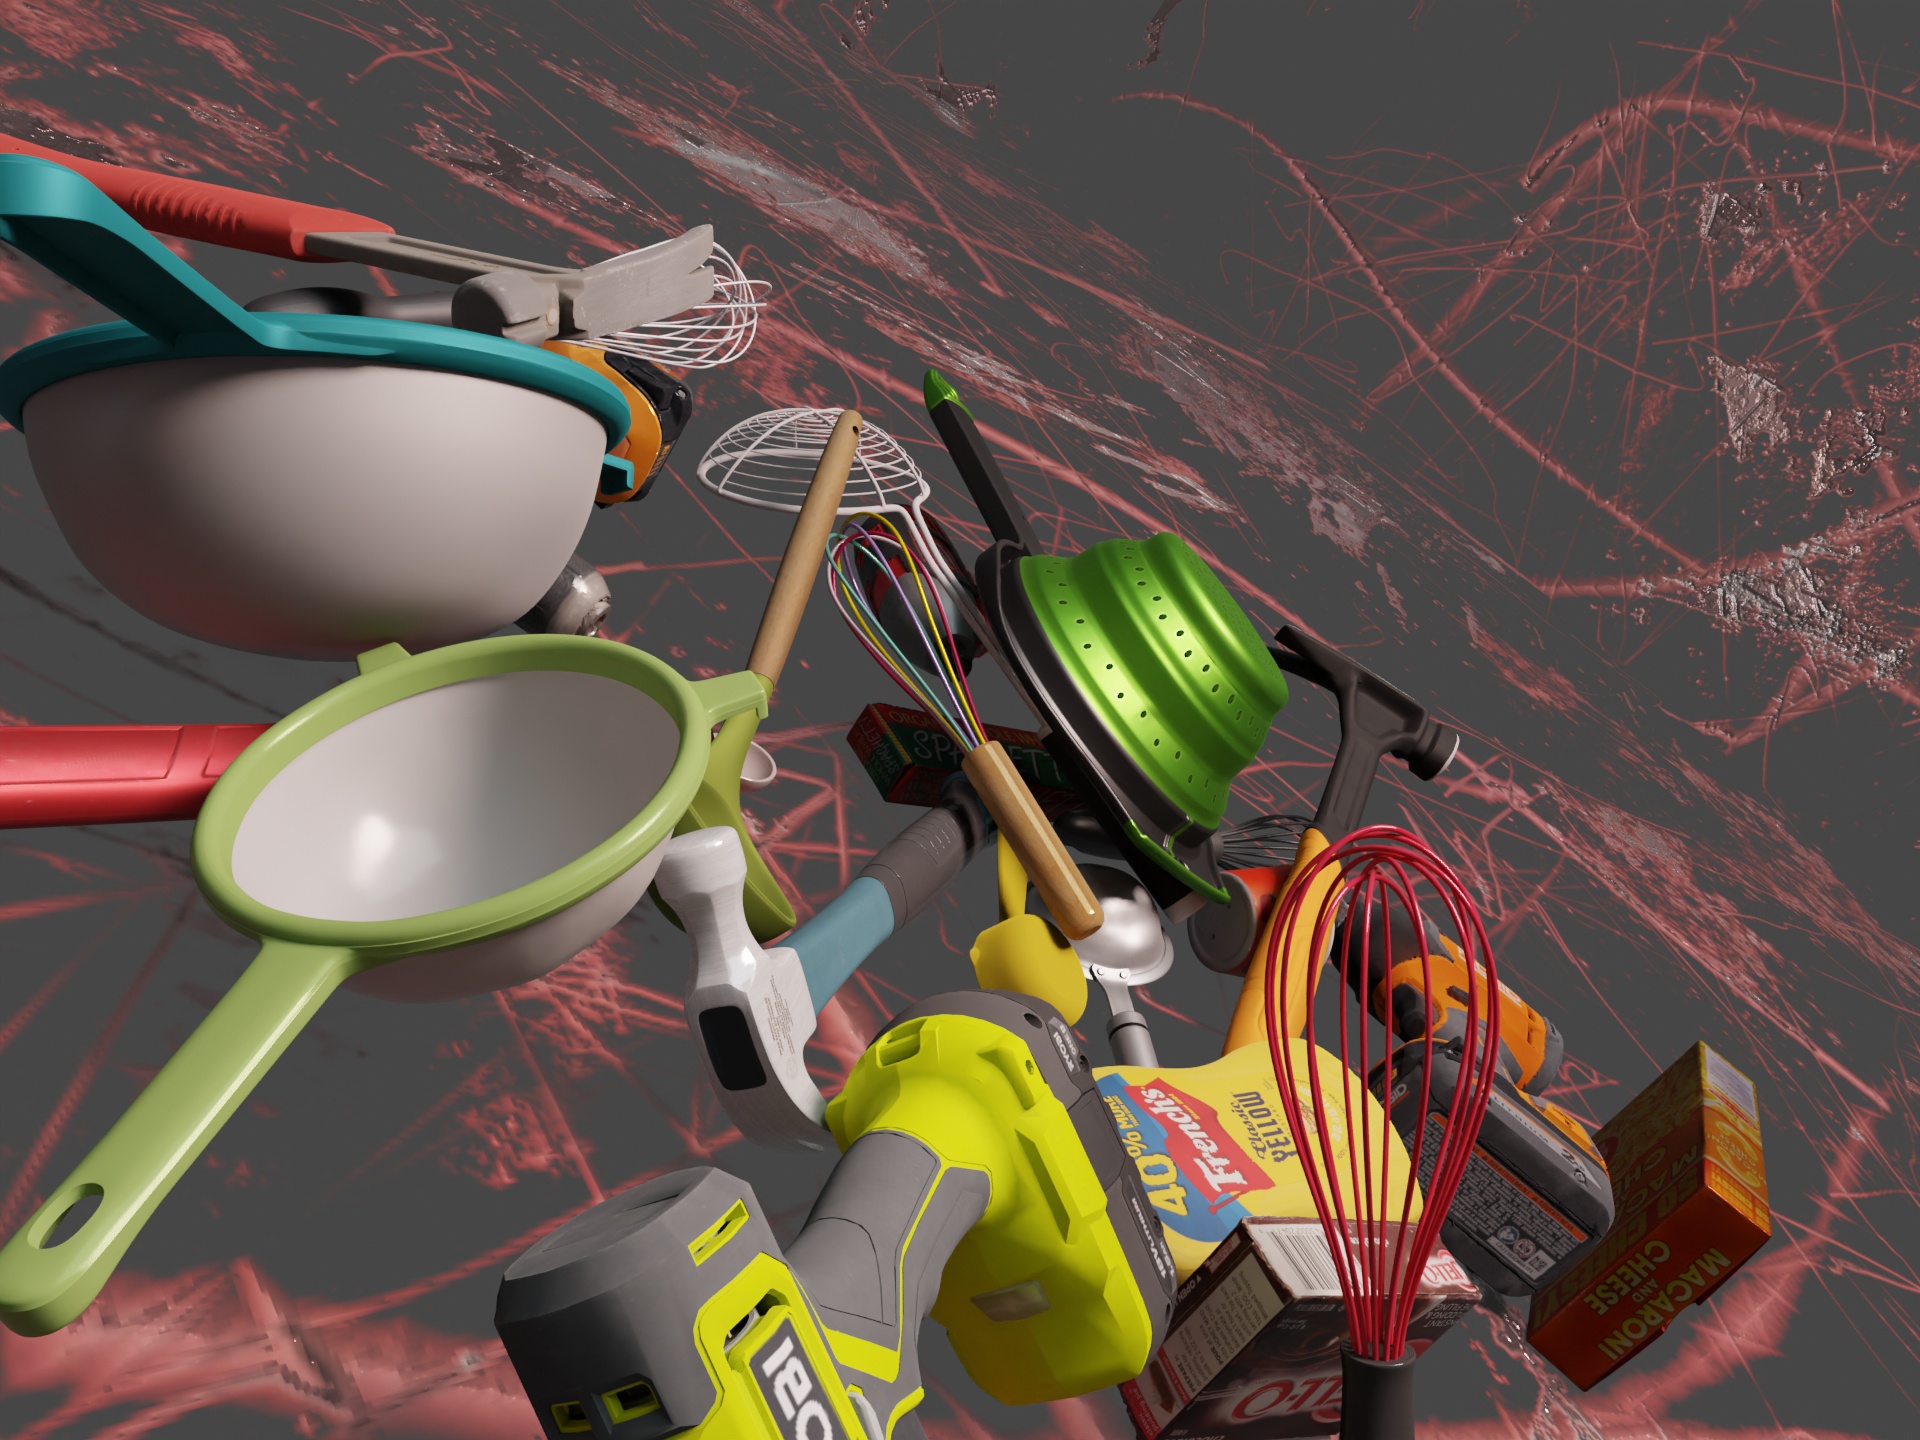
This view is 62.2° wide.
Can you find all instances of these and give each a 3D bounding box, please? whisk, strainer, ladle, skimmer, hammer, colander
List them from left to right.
[{"bbox_3d":[-0.218,-0.072,0.507,0.211,0.095,0.340,-3,-2,-5],"label":"strainer"},{"bbox_3d":[-0.291,-0.217,0.695,0.359,0.036,0.149,16,30,19],"label":"hammer"},{"bbox_3d":[-0.222,0.027,0.540,0.386,0.038,0.143,-1,45,-54],"label":"hammer"},{"bbox_3d":[-0.161,0.070,0.445,0.151,0.069,0.256,5,37,17],"label":"strainer"},{"bbox_3d":[-0.205,-0.195,0.761,0.284,0.070,0.070,-19,58,-45],"label":"whisk"},{"bbox_3d":[-0.073,-0.038,0.708,0.078,0.062,0.320,54,35,-38],"label":"ladle"},{"bbox_3d":[-0.033,0.073,0.660,0.331,0.033,0.128,-34,111,-72],"label":"hammer"},{"bbox_3d":[-0.004,-0.030,0.865,0.363,0.090,0.127,54,36,7],"label":"skimmer"},{"bbox_3d":[-0.001,-0.004,0.757,0.245,0.047,0.051,58,14,22],"label":"whisk"},{"bbox_3d":[0.077,-0.089,0.879,0.204,0.094,0.398,35,24,-49],"label":"colander"},{"bbox_3d":[0.078,0.138,0.744,0.086,0.050,0.259,10,35,-17],"label":"strainer"},{"bbox_3d":[0.145,0.073,0.943,0.238,0.055,0.055,10,35,-38],"label":"whisk"},{"bbox_3d":[0.180,0.083,0.836,0.127,0.034,0.337,33,46,-3],"label":"hammer"},{"bbox_3d":[0.133,0.181,0.504,0.073,0.296,0.073,0,2,0],"label":"whisk"}]

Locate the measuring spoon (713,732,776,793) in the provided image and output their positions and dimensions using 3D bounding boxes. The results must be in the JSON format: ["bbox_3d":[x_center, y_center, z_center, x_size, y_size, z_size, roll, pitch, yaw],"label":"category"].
[{"bbox_3d":[-0.143,0.005,0.722,0.124,0.018,0.034,24,26,-11],"label":"measuring spoon"}]

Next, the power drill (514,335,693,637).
[{"bbox_3d":[-0.215,-0.128,0.783,0.185,0.084,0.226,36,29,0],"label":"power drill"}]

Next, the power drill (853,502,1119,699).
[{"bbox_3d":[0.043,-0.053,0.998,0.219,0.078,0.143,17,30,-31],"label":"power drill"}]

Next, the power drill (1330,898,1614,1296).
[{"bbox_3d":[0.254,0.180,0.848,0.164,0.084,0.226,40,20,-2],"label":"power drill"}]

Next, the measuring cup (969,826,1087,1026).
[{"bbox_3d":[0.035,0.080,0.751,0.062,0.029,0.157,41,32,-32],"label":"measuring cup"}]

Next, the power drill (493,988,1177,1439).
[{"bbox_3d":[-0.013,0.188,0.446,0.190,0.080,0.228,65,25,-1],"label":"power drill"}]
